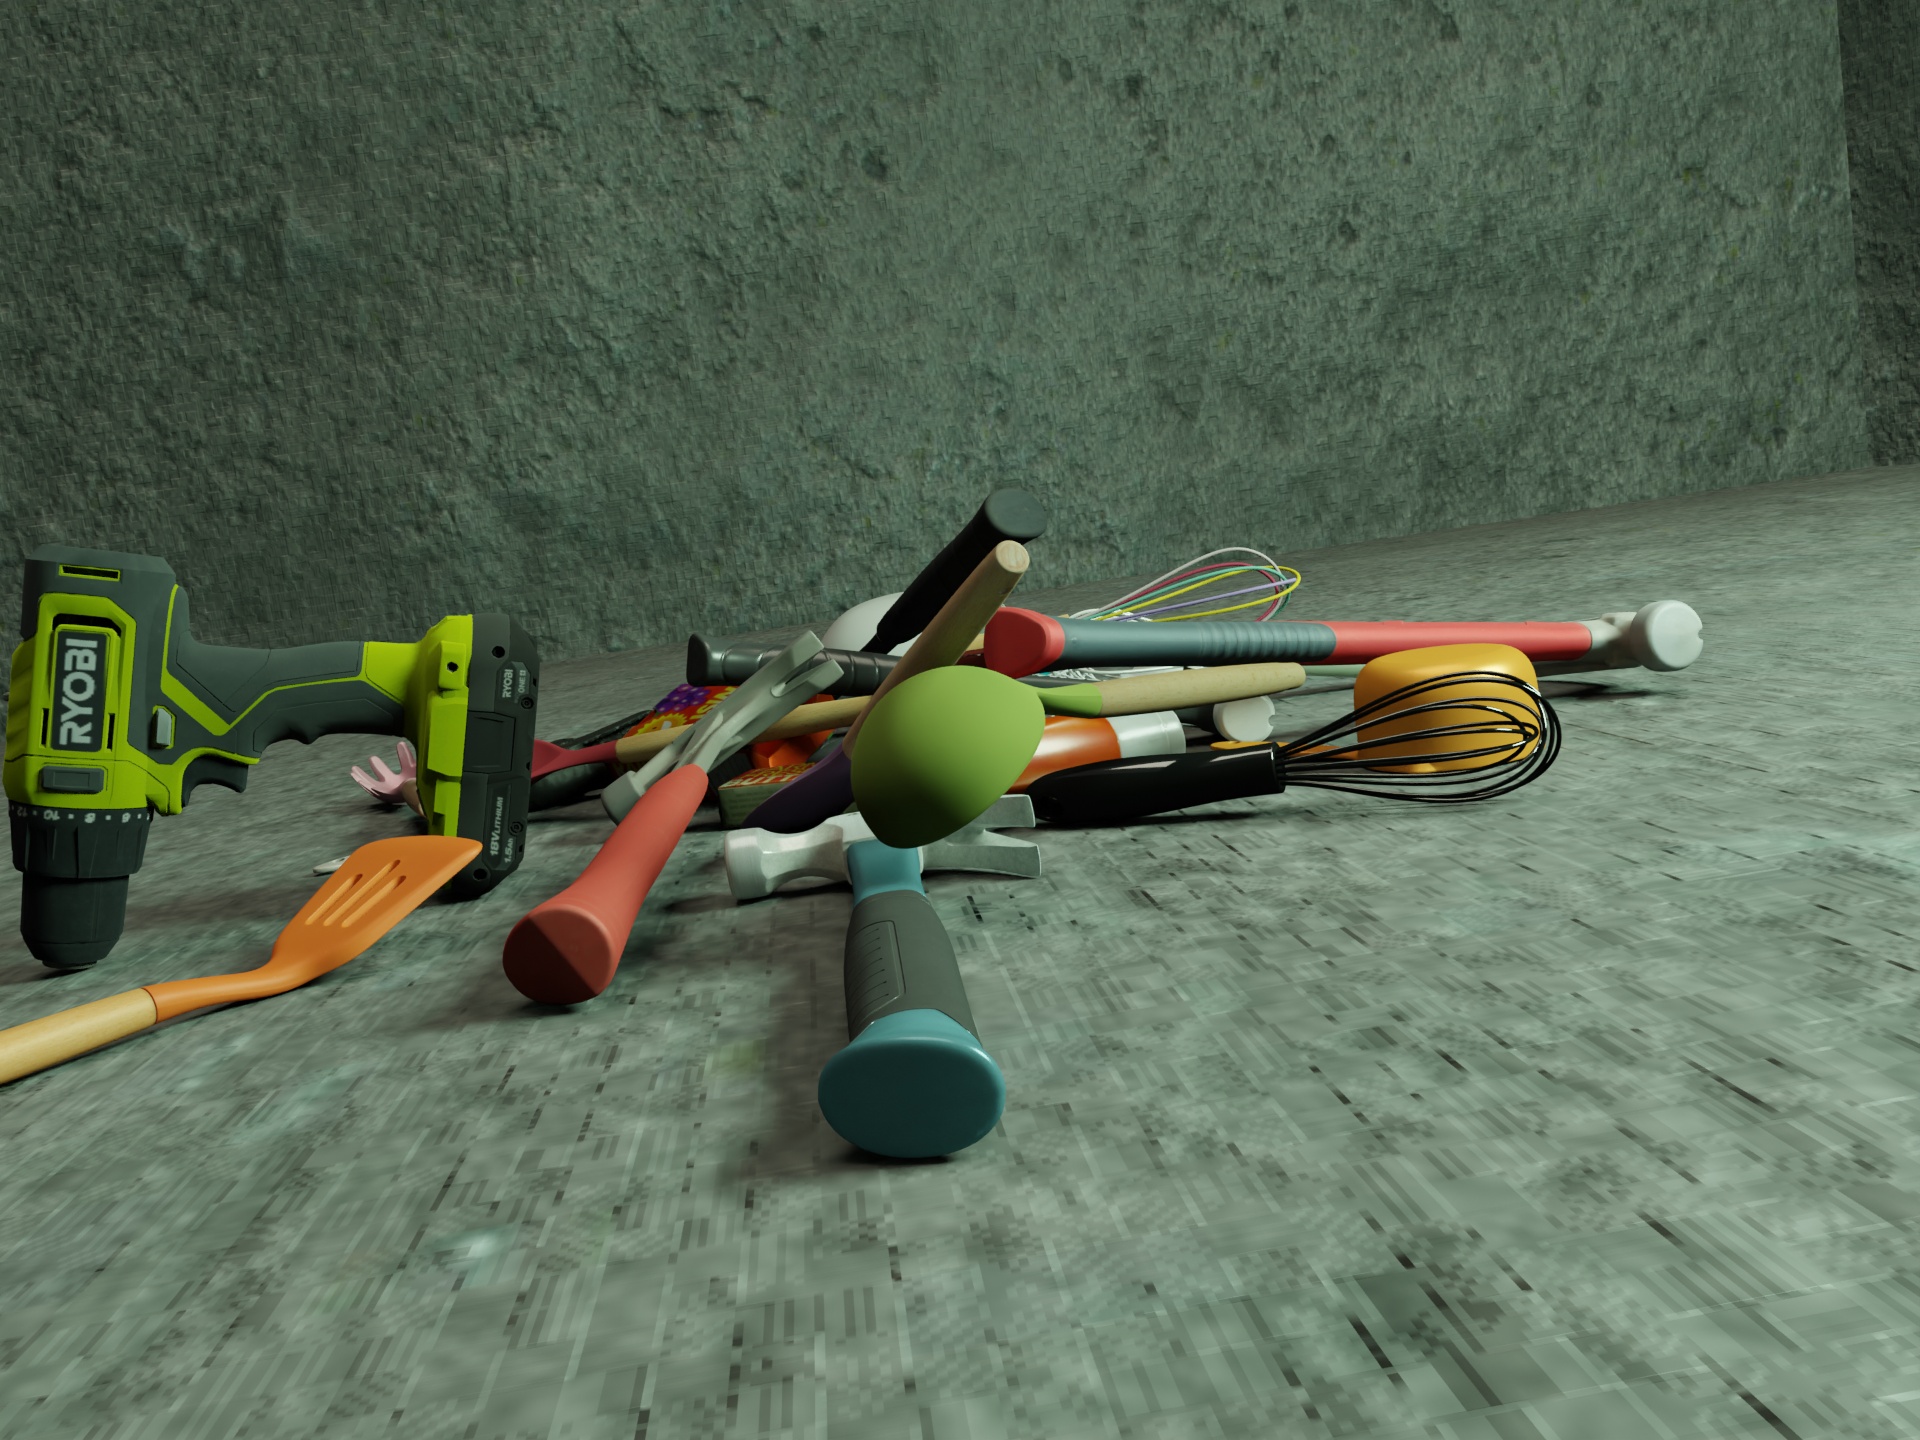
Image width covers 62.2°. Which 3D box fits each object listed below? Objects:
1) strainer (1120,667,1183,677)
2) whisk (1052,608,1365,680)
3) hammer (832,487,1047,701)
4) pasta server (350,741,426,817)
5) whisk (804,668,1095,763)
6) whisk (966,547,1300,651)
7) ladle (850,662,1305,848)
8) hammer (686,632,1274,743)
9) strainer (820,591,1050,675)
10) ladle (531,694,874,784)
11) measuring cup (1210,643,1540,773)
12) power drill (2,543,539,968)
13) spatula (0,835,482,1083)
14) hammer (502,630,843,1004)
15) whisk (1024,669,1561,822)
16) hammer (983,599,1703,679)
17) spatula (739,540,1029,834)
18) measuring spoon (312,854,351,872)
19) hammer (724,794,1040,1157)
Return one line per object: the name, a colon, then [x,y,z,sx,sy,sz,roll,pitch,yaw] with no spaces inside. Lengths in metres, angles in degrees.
strainer: [0.159,-0.040,1.165,0.087,0.050,0.258,8,5,3]
whisk: [0.178,-0.041,1.041,0.246,0.059,0.058,2,21,-6]
hammer: [-0.050,-0.053,1.014,0.149,0.036,0.409,-13,-11,-26]
pasta server: [-0.365,0.041,1.052,0.060,0.040,0.316,-30,11,-19]
whisk: [-0.001,-0.004,1.006,0.070,0.070,0.284,-2,13,39]
whisk: [0.091,-0.061,0.992,0.245,0.047,0.051,-13,-34,4]
ladle: [0.072,0.002,0.675,0.078,0.062,0.320,-19,-7,38]
hammer: [0.005,-0.022,0.929,0.335,0.035,0.146,5,6,0]
strainer: [-0.095,-0.055,1.339,0.340,0.095,0.211,-4,8,18]
ladle: [-0.177,0.013,0.932,0.315,0.031,0.069,-9,22,23]
measuring cup: [0.201,-0.008,0.797,0.174,0.052,0.095,0,10,36]
power drill: [-0.324,0.023,0.752,0.228,0.190,0.080,5,2,-19]
spatula: [-0.318,0.102,0.570,0.081,0.041,0.322,-2,10,35]
hammer: [-0.128,0.038,0.710,0.149,0.036,0.359,-37,9,6]
whisk: [0.137,0.019,0.695,0.239,0.055,0.055,-10,6,24]
hammer: [0.195,-0.041,0.866,0.386,0.038,0.143,-1,-1,-16]
spatula: [-0.038,0.003,0.670,0.059,0.018,0.316,-11,-17,-26]
measuring spoon: [-0.326,0.067,0.941,0.034,0.018,0.124,-2,10,39]
hammer: [-0.024,0.069,0.529,0.128,0.033,0.331,-10,7,-3]
